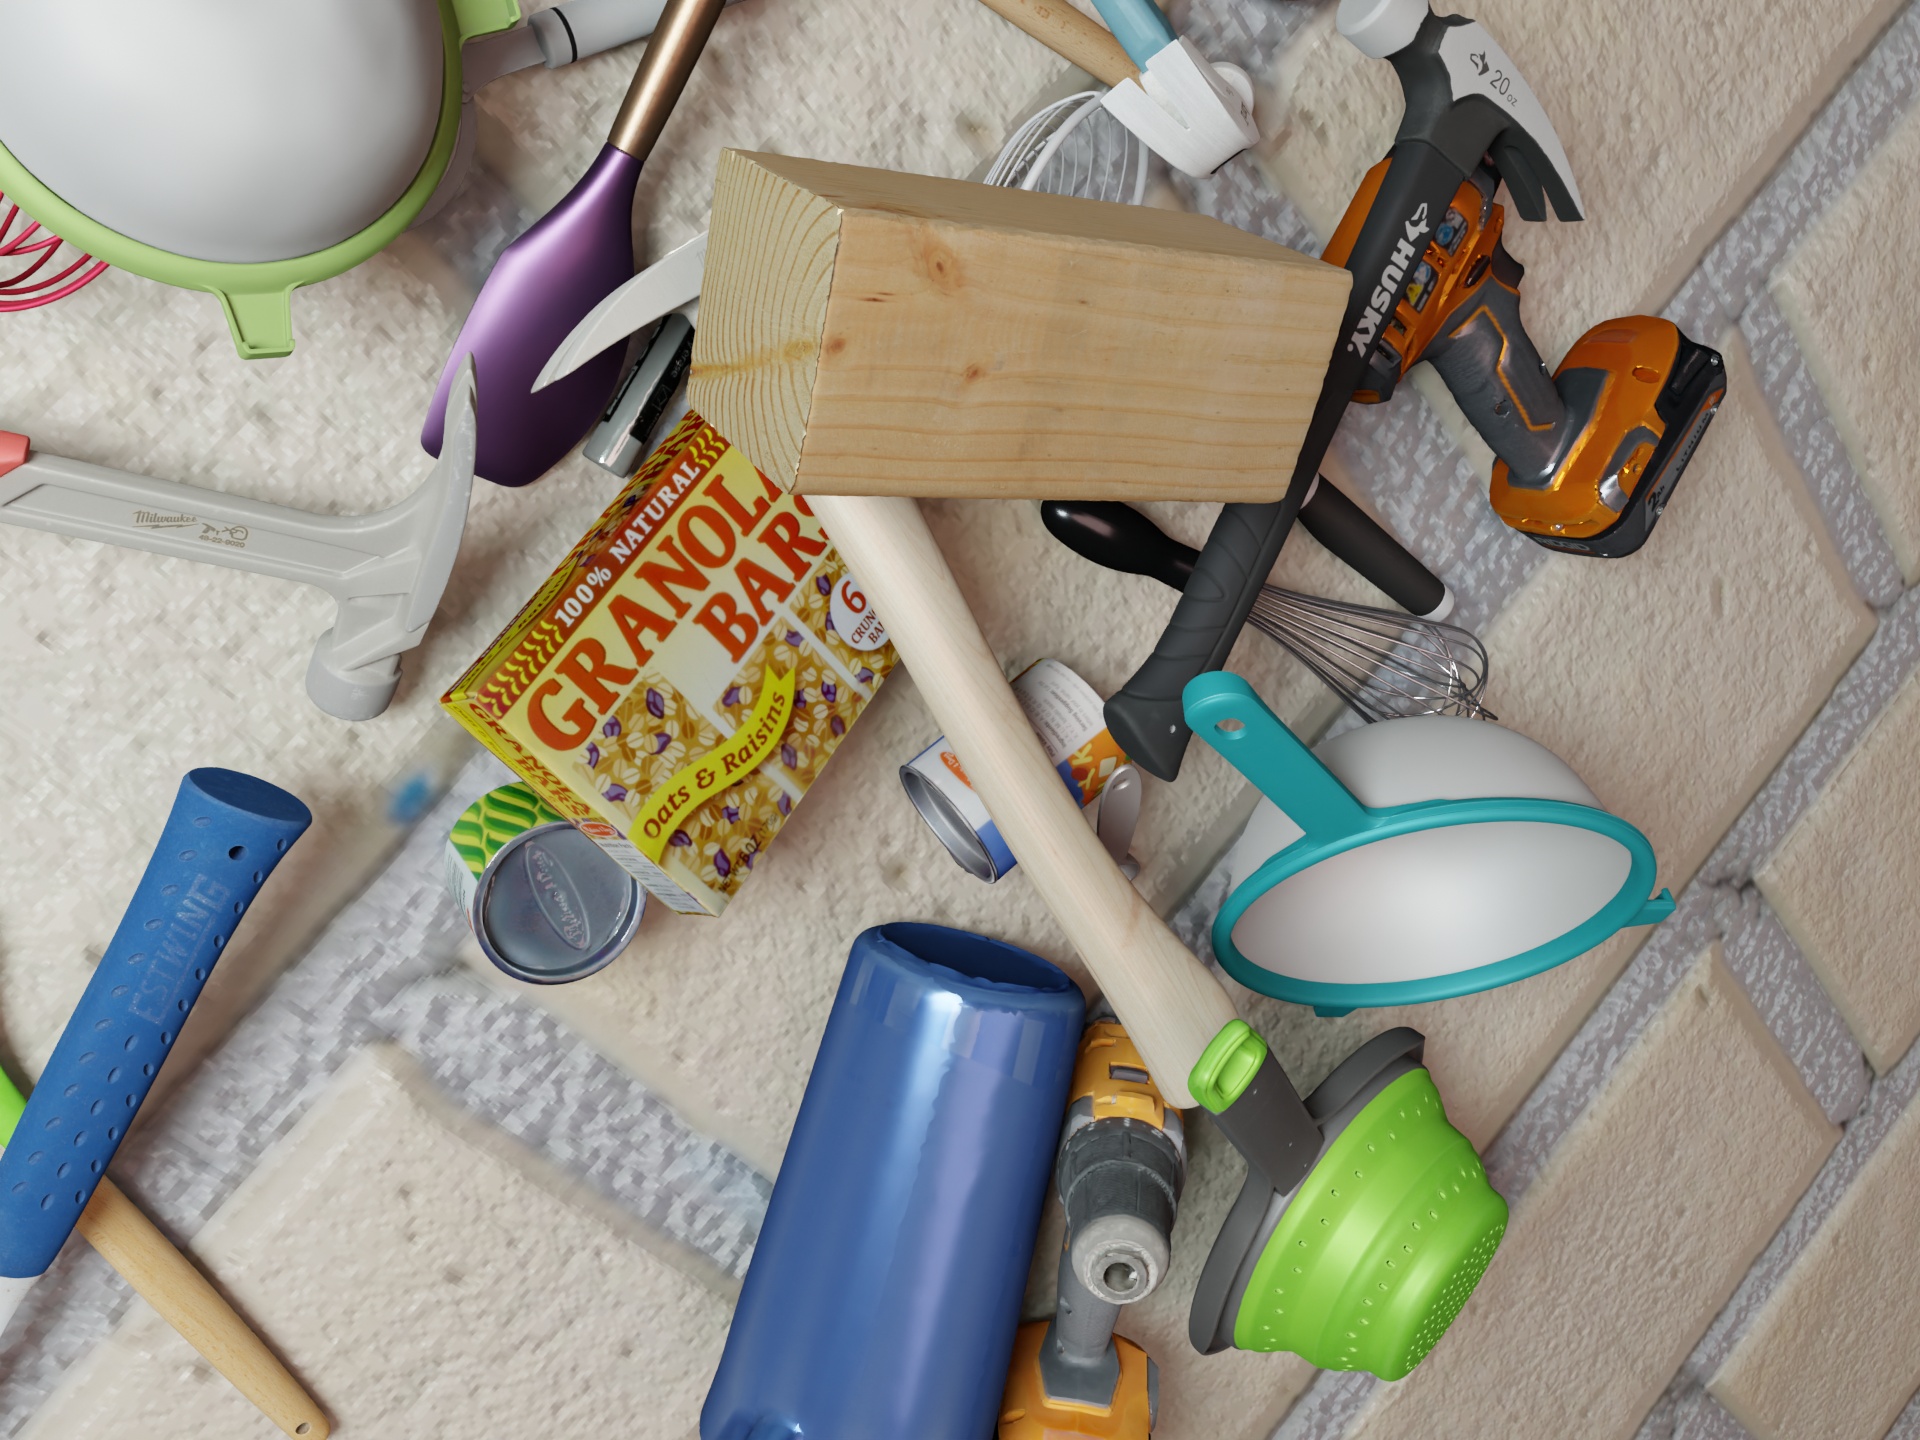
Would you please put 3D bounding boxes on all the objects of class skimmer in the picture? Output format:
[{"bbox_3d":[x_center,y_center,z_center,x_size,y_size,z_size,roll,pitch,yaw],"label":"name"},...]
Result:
[{"bbox_3d":[0.135,-0.133,0.714,0.363,0.090,0.127,32,85,-32],"label":"skimmer"}]

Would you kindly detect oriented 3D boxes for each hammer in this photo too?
[{"bbox_3d":[0.005,-0.337,0.576,0.033,0.128,0.330,-32,112,27],"label":"hammer"},{"bbox_3d":[-0.334,-0.088,0.472,0.358,0.037,0.149,11,130,-27],"label":"hammer"},{"bbox_3d":[0.152,-0.129,0.678,0.146,0.035,0.335,24,92,-32],"label":"hammer"},{"bbox_3d":[-0.001,-0.002,0.631,0.146,0.038,0.410,-41,110,-29],"label":"hammer"},{"bbox_3d":[-0.342,0.196,0.551,0.144,0.035,0.405,26,98,-32],"label":"hammer"}]

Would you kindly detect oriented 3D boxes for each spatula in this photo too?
[{"bbox_3d":[-0.105,-0.223,0.560,0.059,0.018,0.316,20,109,-32],"label":"spatula"},{"bbox_3d":[-0.001,-0.304,0.616,0.317,0.044,0.082,18,69,-34],"label":"spatula"}]

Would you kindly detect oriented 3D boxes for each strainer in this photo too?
[{"bbox_3d":[0.188,0.033,0.748,0.211,0.095,0.340,-24,141,27],"label":"strainer"},{"bbox_3d":[-0.150,-0.238,0.556,0.258,0.050,0.086,-31,114,-22],"label":"strainer"},{"bbox_3d":[-0.242,-0.228,0.417,0.256,0.069,0.151,37,73,-31],"label":"strainer"}]

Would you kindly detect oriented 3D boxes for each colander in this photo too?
[{"bbox_3d":[0.189,0.232,0.757,0.204,0.095,0.396,-51,147,-10],"label":"colander"}]

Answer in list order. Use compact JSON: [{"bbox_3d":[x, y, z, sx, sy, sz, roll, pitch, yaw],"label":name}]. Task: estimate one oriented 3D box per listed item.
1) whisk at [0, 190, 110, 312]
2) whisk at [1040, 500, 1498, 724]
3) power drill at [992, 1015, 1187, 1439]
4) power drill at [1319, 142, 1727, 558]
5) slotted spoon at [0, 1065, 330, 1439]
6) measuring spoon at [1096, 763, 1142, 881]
[{"bbox_3d":[-0.243,-0.260,0.489,0.073,0.073,0.296,26,84,-32],"label":"whisk"},{"bbox_3d":[0.156,-0.051,0.772,0.284,0.070,0.070,21,94,-27],"label":"whisk"},{"bbox_3d":[0.063,0.276,0.745,0.084,0.185,0.226,8,105,3],"label":"power drill"},{"bbox_3d":[0.274,-0.196,0.782,0.226,0.084,0.164,29,89,-28],"label":"power drill"},{"bbox_3d":[-0.326,0.175,0.586,0.070,0.031,0.313,-35,120,-16],"label":"slotted spoon"},{"bbox_3d":[0.069,0.049,0.740,0.034,0.018,0.124,-19,150,-11],"label":"measuring spoon"}]
